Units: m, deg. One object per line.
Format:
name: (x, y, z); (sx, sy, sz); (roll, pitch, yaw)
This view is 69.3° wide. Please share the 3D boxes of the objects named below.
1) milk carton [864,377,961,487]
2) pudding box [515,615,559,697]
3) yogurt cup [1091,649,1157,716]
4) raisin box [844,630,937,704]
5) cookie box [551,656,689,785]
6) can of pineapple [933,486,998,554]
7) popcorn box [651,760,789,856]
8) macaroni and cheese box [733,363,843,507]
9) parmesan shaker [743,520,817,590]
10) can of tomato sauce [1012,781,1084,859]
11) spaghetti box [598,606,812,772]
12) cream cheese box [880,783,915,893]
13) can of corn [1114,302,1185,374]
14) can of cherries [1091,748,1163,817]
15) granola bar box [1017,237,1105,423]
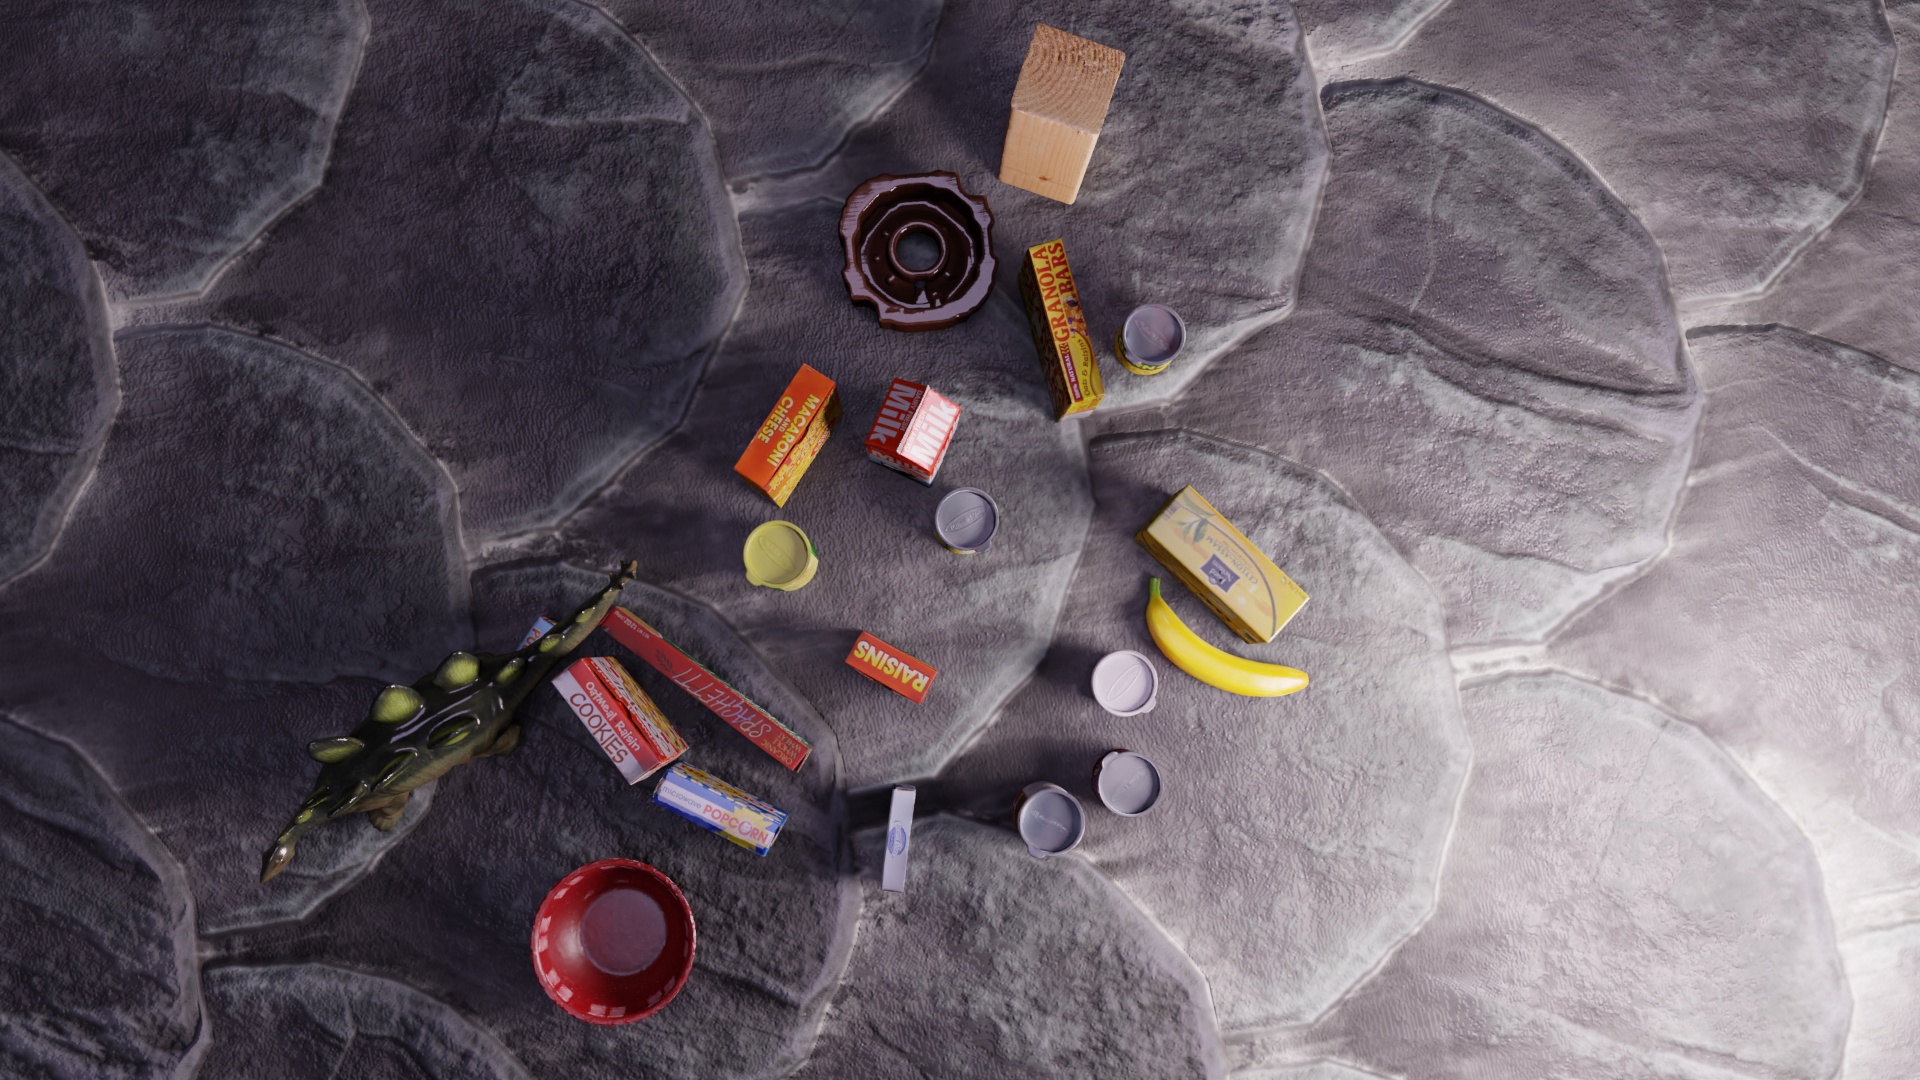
milk carton: (-0.047, -0.107, 1.379); (0.073, 0.190, 0.072); (24, 85, 0)
pudding box: (-0.433, 0.119, 1.412); (0.030, 0.049, 0.084); (33, 84, 0)
yogurt cup: (0.166, 0.146, 1.435); (0.072, 0.054, 0.072); (0, 85, -3)
raisin box: (-0.069, 0.126, 1.391); (0.086, 0.123, 0.040); (30, 85, 0)
cookie box: (-0.327, 0.171, 1.353); (0.040, 0.167, 0.123); (-38, 88, -5)
can of pineapple: (0.005, -0.018, 1.440); (0.071, 0.058, 0.071); (0, 85, -3)
popcorn box: (-0.239, 0.267, 1.390); (0.127, 0.085, 0.038); (26, 85, 0)
macaroni and cheese box: (-0.167, -0.101, 1.385); (0.040, 0.166, 0.124); (33, 85, 0)
parmesan shaker: (-0.183, 0.019, 1.406); (0.071, 0.103, 0.071); (0, 85, -3)
can of tomato sauce: (0.087, 0.282, 1.405); (0.071, 0.083, 0.071); (0, 85, -3)
spaghetti box: (-0.258, 0.151, 1.417); (0.250, 0.050, 0.029); (36, 85, 1)
cream cheese box: (-0.063, 0.301, 1.411); (0.024, 0.053, 0.104); (7, 85, -2)
can of corn: (0.197, -0.210, 1.467); (0.071, 0.058, 0.071); (0, 85, -3)
can of cherries: (0.169, 0.245, 1.424); (0.071, 0.058, 0.071); (0, 85, -3)
granola bar box: (0.101, -0.212, 1.429); (0.039, 0.124, 0.165); (-15, 86, -4)
